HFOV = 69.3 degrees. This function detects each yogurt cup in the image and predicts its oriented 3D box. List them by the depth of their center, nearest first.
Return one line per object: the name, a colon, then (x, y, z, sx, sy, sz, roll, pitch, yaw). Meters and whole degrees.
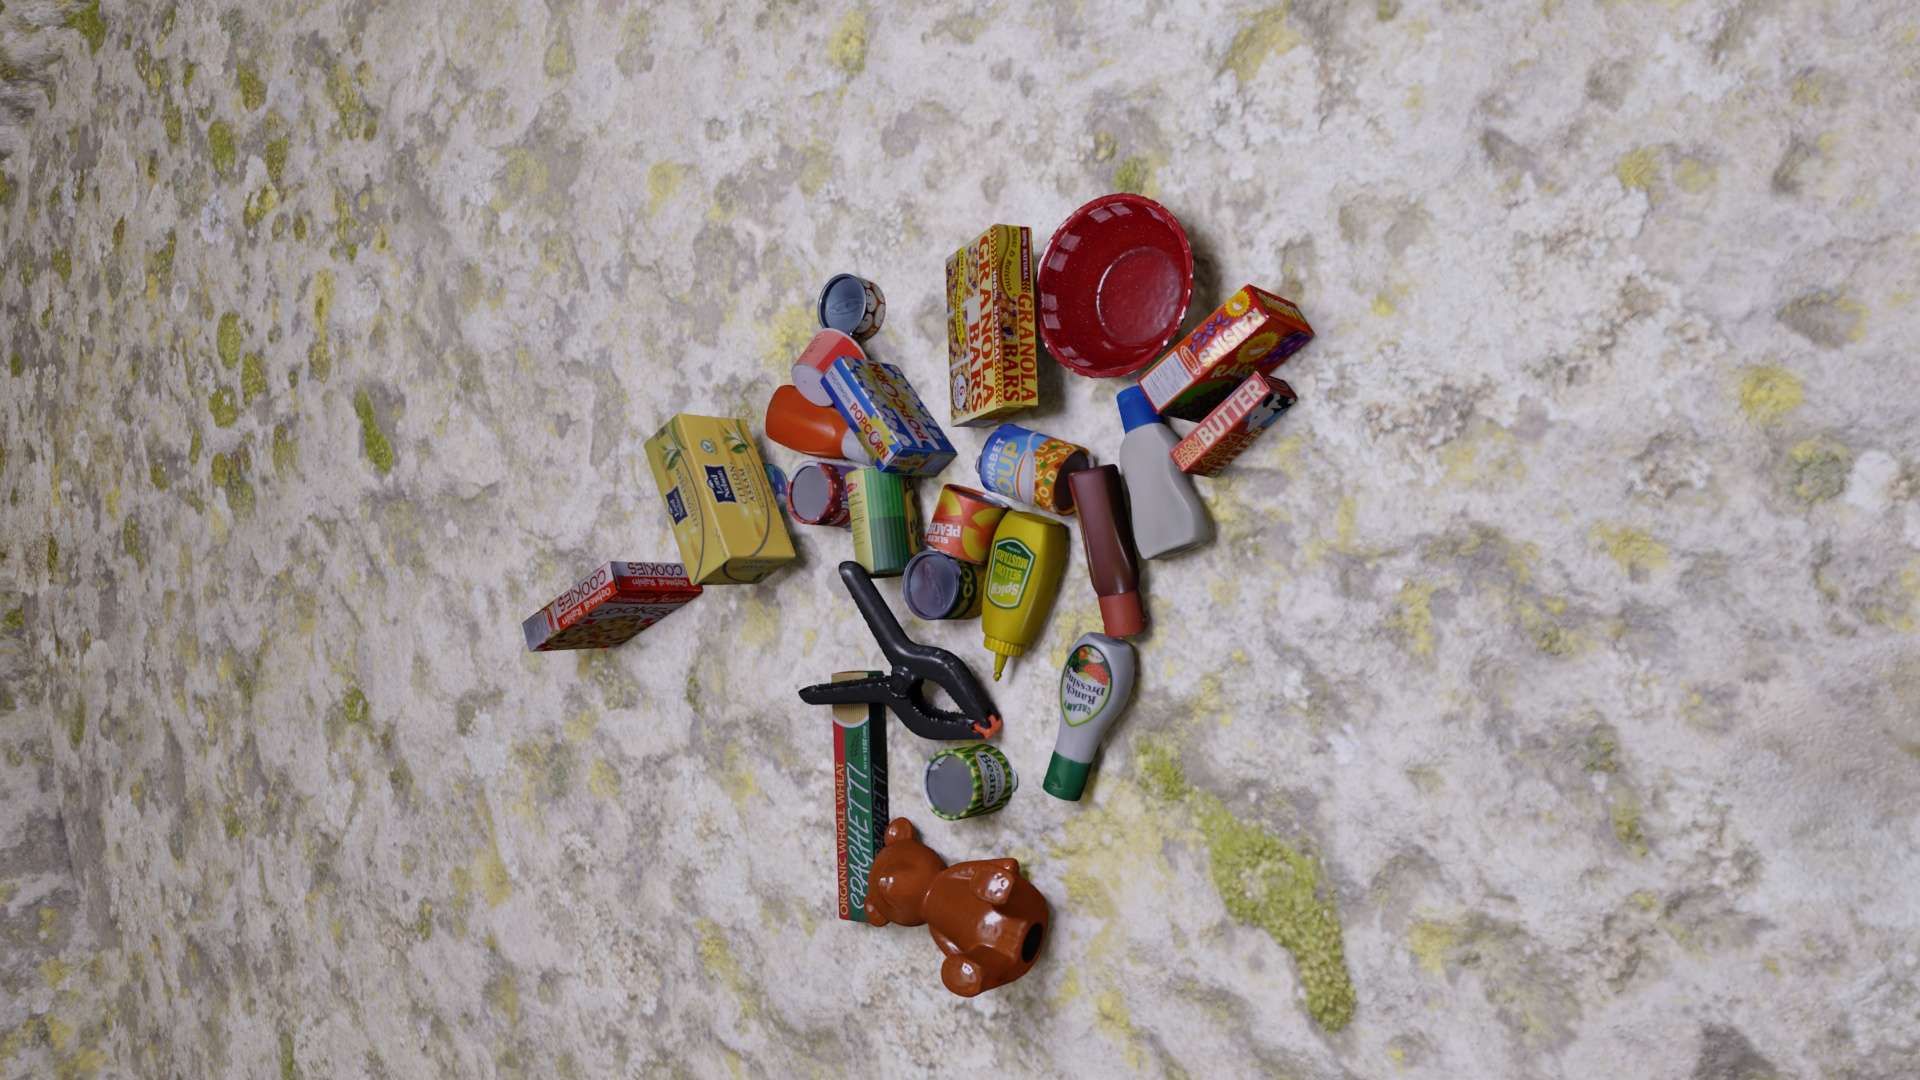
yogurt cup: (-0.134, -0.173, 1.407, 0.072, 0.054, 0.072, 26, 145, 20)

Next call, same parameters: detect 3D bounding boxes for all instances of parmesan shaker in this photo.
parmesan shaker: (-0.075, -0.017, 1.368, 0.071, 0.071, 0.103, -13, 80, 36)

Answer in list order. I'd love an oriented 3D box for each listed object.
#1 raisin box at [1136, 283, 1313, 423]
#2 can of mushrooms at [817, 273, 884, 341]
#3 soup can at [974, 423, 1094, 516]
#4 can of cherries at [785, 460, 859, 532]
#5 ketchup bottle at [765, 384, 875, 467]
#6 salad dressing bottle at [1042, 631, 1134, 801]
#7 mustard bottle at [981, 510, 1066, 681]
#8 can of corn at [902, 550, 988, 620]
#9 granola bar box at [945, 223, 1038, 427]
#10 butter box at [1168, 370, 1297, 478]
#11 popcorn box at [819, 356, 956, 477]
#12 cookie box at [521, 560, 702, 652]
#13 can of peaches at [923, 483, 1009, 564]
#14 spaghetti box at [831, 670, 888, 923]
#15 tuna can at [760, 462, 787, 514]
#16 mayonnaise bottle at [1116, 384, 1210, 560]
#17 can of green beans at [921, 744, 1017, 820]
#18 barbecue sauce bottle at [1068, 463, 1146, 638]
raisin box: (0.218, -0.150, 1.141, 0.123, 0.086, 0.040, -41, 63, 28)
can of mushrooms: (-0.112, -0.236, 1.426, 0.071, 0.033, 0.071, -3, 86, 36)
soup can: (0.067, -0.063, 1.258, 0.084, 0.071, 0.071, 21, 100, 36)
can of cherries: (-0.135, -0.045, 1.416, 0.071, 0.058, 0.071, -3, 85, 37)
ketchup bottle: (-0.136, -0.113, 1.430, 0.149, 0.043, 0.064, 23, 102, 35)
salad dressing bottle: (0.110, 0.157, 1.229, 0.064, 0.044, 0.147, 22, 101, 37)
mustard bottle: (0.051, 0.055, 1.276, 0.065, 0.049, 0.160, 18, 98, 38)
can of corn: (-0.009, 0.042, 1.317, 0.071, 0.058, 0.071, -2, 86, 37)
granola bar box: (0.028, -0.194, 1.282, 0.124, 0.039, 0.165, 167, 102, -67)
butter box: (0.226, -0.094, 1.152, 0.103, 0.053, 0.024, -45, 61, 26)
popcorn box: (-0.071, -0.121, 1.356, 0.038, 0.085, 0.127, -47, 62, 27)
cookie box: (-0.390, 0.075, 1.560, 0.167, 0.123, 0.040, -30, 71, 32)
can of peaches: (0.005, -0.016, 1.302, 0.071, 0.071, 0.058, 27, 103, 35)
spaghetti box: (-0.099, 0.255, 1.390, 0.050, 0.029, 0.250, -6, 83, 36)
tuna can: (-0.218, -0.050, 1.495, 0.071, 0.033, 0.071, -2, 86, 37)
mayonnaise bottle: (0.169, -0.061, 1.201, 0.064, 0.041, 0.148, -24, 72, 40)
can of green beans: (0.006, 0.225, 1.294, 0.071, 0.058, 0.071, -2, 86, 37)
barbecue sauce bottle: (0.130, 0.009, 1.210, 0.043, 0.065, 0.148, -12, 93, 15)
